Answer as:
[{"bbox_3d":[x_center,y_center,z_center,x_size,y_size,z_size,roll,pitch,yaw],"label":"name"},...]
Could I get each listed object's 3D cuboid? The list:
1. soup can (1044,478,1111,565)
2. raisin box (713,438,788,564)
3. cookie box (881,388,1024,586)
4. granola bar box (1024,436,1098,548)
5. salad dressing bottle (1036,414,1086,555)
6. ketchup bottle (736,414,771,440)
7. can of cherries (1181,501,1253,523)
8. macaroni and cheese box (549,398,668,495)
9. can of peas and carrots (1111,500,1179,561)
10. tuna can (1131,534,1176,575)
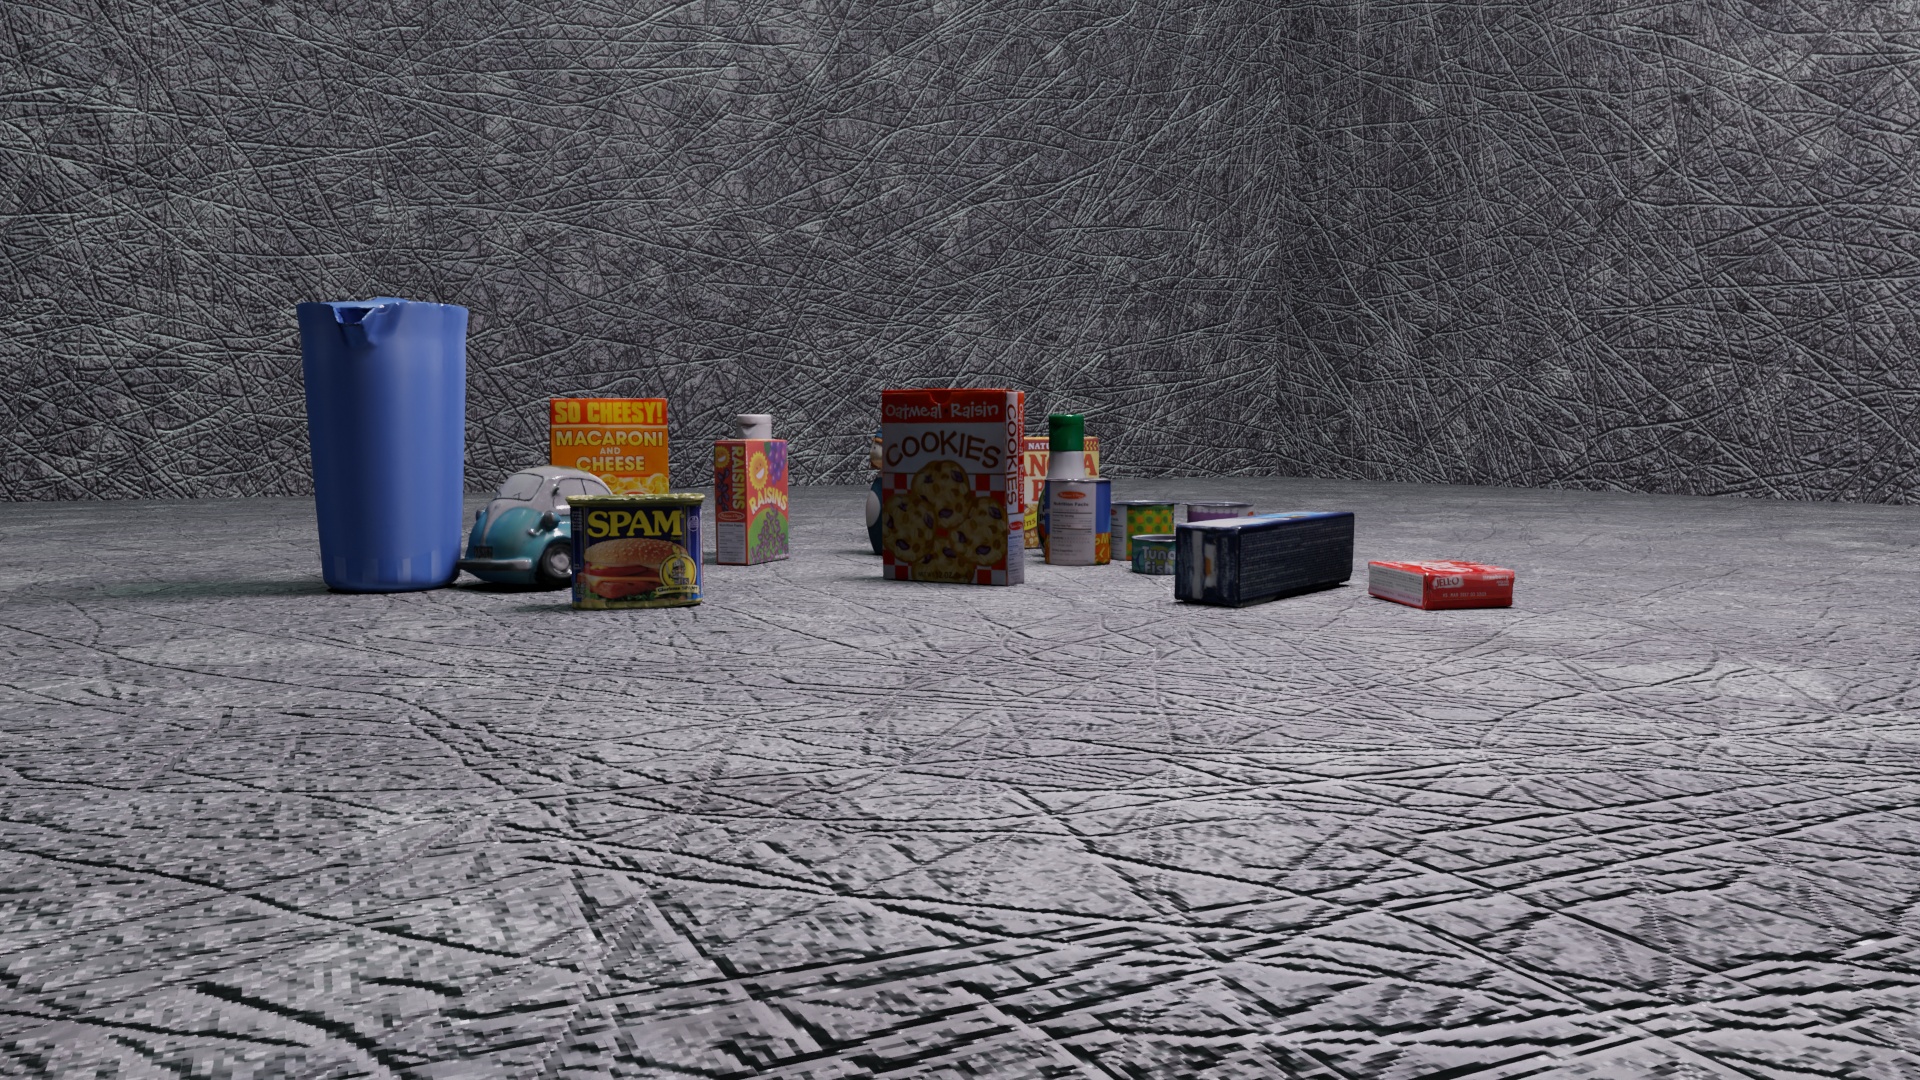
[{"bbox_3d":[0.117,-0.019,1.373,0.071,0.083,0.071,0,4,0],"label":"soup can"},{"bbox_3d":[-0.209,-0.040,1.391,0.040,0.123,0.086,1,4,22],"label":"raisin box"},{"bbox_3d":[-0.007,-0.048,1.206,0.123,0.167,0.040,2,4,28],"label":"cookie box"},{"bbox_3d":[0.074,-0.053,1.546,0.166,0.124,0.039,-2,4,-24],"label":"granola bar box"},{"bbox_3d":[0.109,-0.056,1.436,0.064,0.147,0.044,4,5,43],"label":"salad dressing bottle"},{"bbox_3d":[-0.217,-0.059,1.466,0.065,0.148,0.043,1,4,11],"label":"ketchup bottle"},{"bbox_3d":[0.258,-0.009,1.394,0.071,0.058,0.071,0,4,0],"label":"can of cherries"},{"bbox_3d":[-0.378,-0.069,1.496,0.124,0.166,0.040,-1,4,-17],"label":"macaroni and cheese box"},{"bbox_3d":[0.187,-0.011,1.417,0.071,0.058,0.071,0,4,0],"label":"can of peas and carrots"},{"bbox_3d":[0.191,0.013,1.285,0.071,0.033,0.071,0,4,0],"label":"tuna can"}]
